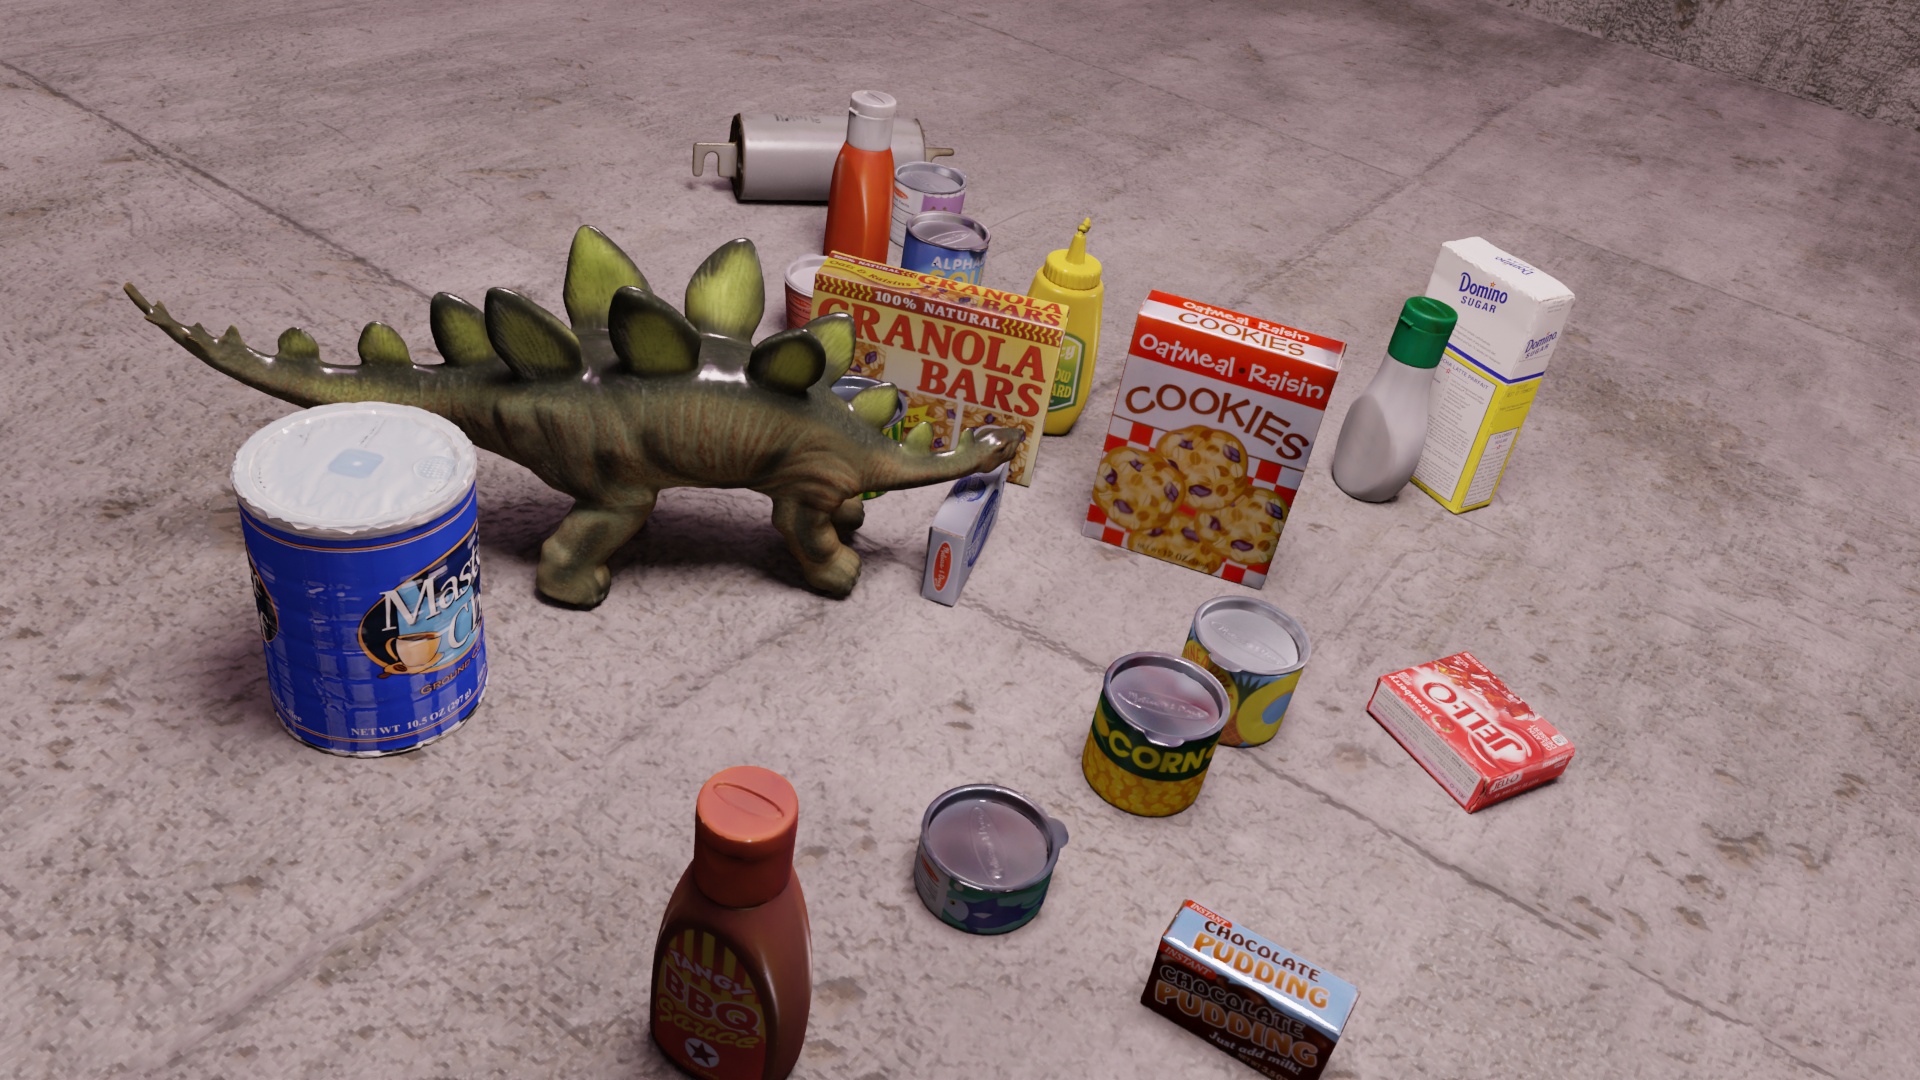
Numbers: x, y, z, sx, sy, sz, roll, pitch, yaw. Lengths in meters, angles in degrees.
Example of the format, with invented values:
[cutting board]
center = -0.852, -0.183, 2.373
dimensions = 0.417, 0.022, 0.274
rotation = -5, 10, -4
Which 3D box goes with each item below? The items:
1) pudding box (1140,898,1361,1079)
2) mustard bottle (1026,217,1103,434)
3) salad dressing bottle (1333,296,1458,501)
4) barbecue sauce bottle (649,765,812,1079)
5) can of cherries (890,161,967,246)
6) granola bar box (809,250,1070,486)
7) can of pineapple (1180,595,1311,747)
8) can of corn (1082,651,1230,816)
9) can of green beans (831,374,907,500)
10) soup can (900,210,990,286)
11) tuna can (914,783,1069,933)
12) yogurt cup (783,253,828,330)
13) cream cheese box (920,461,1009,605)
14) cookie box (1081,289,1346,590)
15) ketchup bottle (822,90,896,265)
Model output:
[pudding box]
center = 0.126, 0.199, 0.608
dimensions = 0.084, 0.049, 0.030
rotation = 26, 38, 19
[mustard bottle]
center = 0.069, -0.152, 0.978
dimensions = 0.065, 0.159, 0.049
rotation = 10, 36, -1
[salad dressing bottle]
center = 0.307, -0.098, 0.979
dimensions = 0.044, 0.146, 0.064
rotation = -7, 39, -23
[barbecue sauce bottle]
center = -0.086, 0.150, 0.534
dimensions = 0.065, 0.147, 0.044
rotation = 22, 37, 14
[can of cherries]
center = -0.029, -0.297, 1.238
dimensions = 0.071, 0.058, 0.072
rotation = 7, 36, -5
[granola bar box]
center = -0.019, -0.115, 0.935
dimensions = 0.166, 0.123, 0.039
rotation = 14, 36, 4
[can of pineapple]
center = 0.155, 0.074, 0.780
dimensions = 0.071, 0.057, 0.071
rotation = 7, 36, -5
[can of corn]
center = 0.101, 0.103, 0.725
dimensions = 0.071, 0.058, 0.071
rotation = 7, 36, -5
[can of green beans]
center = -0.071, -0.068, 0.913
dimensions = 0.071, 0.057, 0.071
rotation = 7, 36, -5
[soup can]
center = -0.014, -0.207, 1.097
dimensions = 0.071, 0.083, 0.072
rotation = 7, 36, -5
[tuna can]
center = 0.014, 0.150, 0.659
dimensions = 0.071, 0.032, 0.071
rotation = 7, 36, -5
[yogurt cup]
center = -0.103, -0.178, 1.059
dimensions = 0.072, 0.053, 0.073
rotation = 7, 36, -5
[cream cheese box]
center = 0.003, -0.011, 0.859
dimensions = 0.024, 0.053, 0.104
rotation = 17, 36, 8
[cookie box]
center = 0.155, -0.062, 0.871
dimensions = 0.123, 0.166, 0.040
rotation = 18, 36, 9
[ketchup bottle]
center = -0.080, -0.290, 1.138
dimensions = 0.044, 0.148, 0.065
rotation = -17, 44, -33
